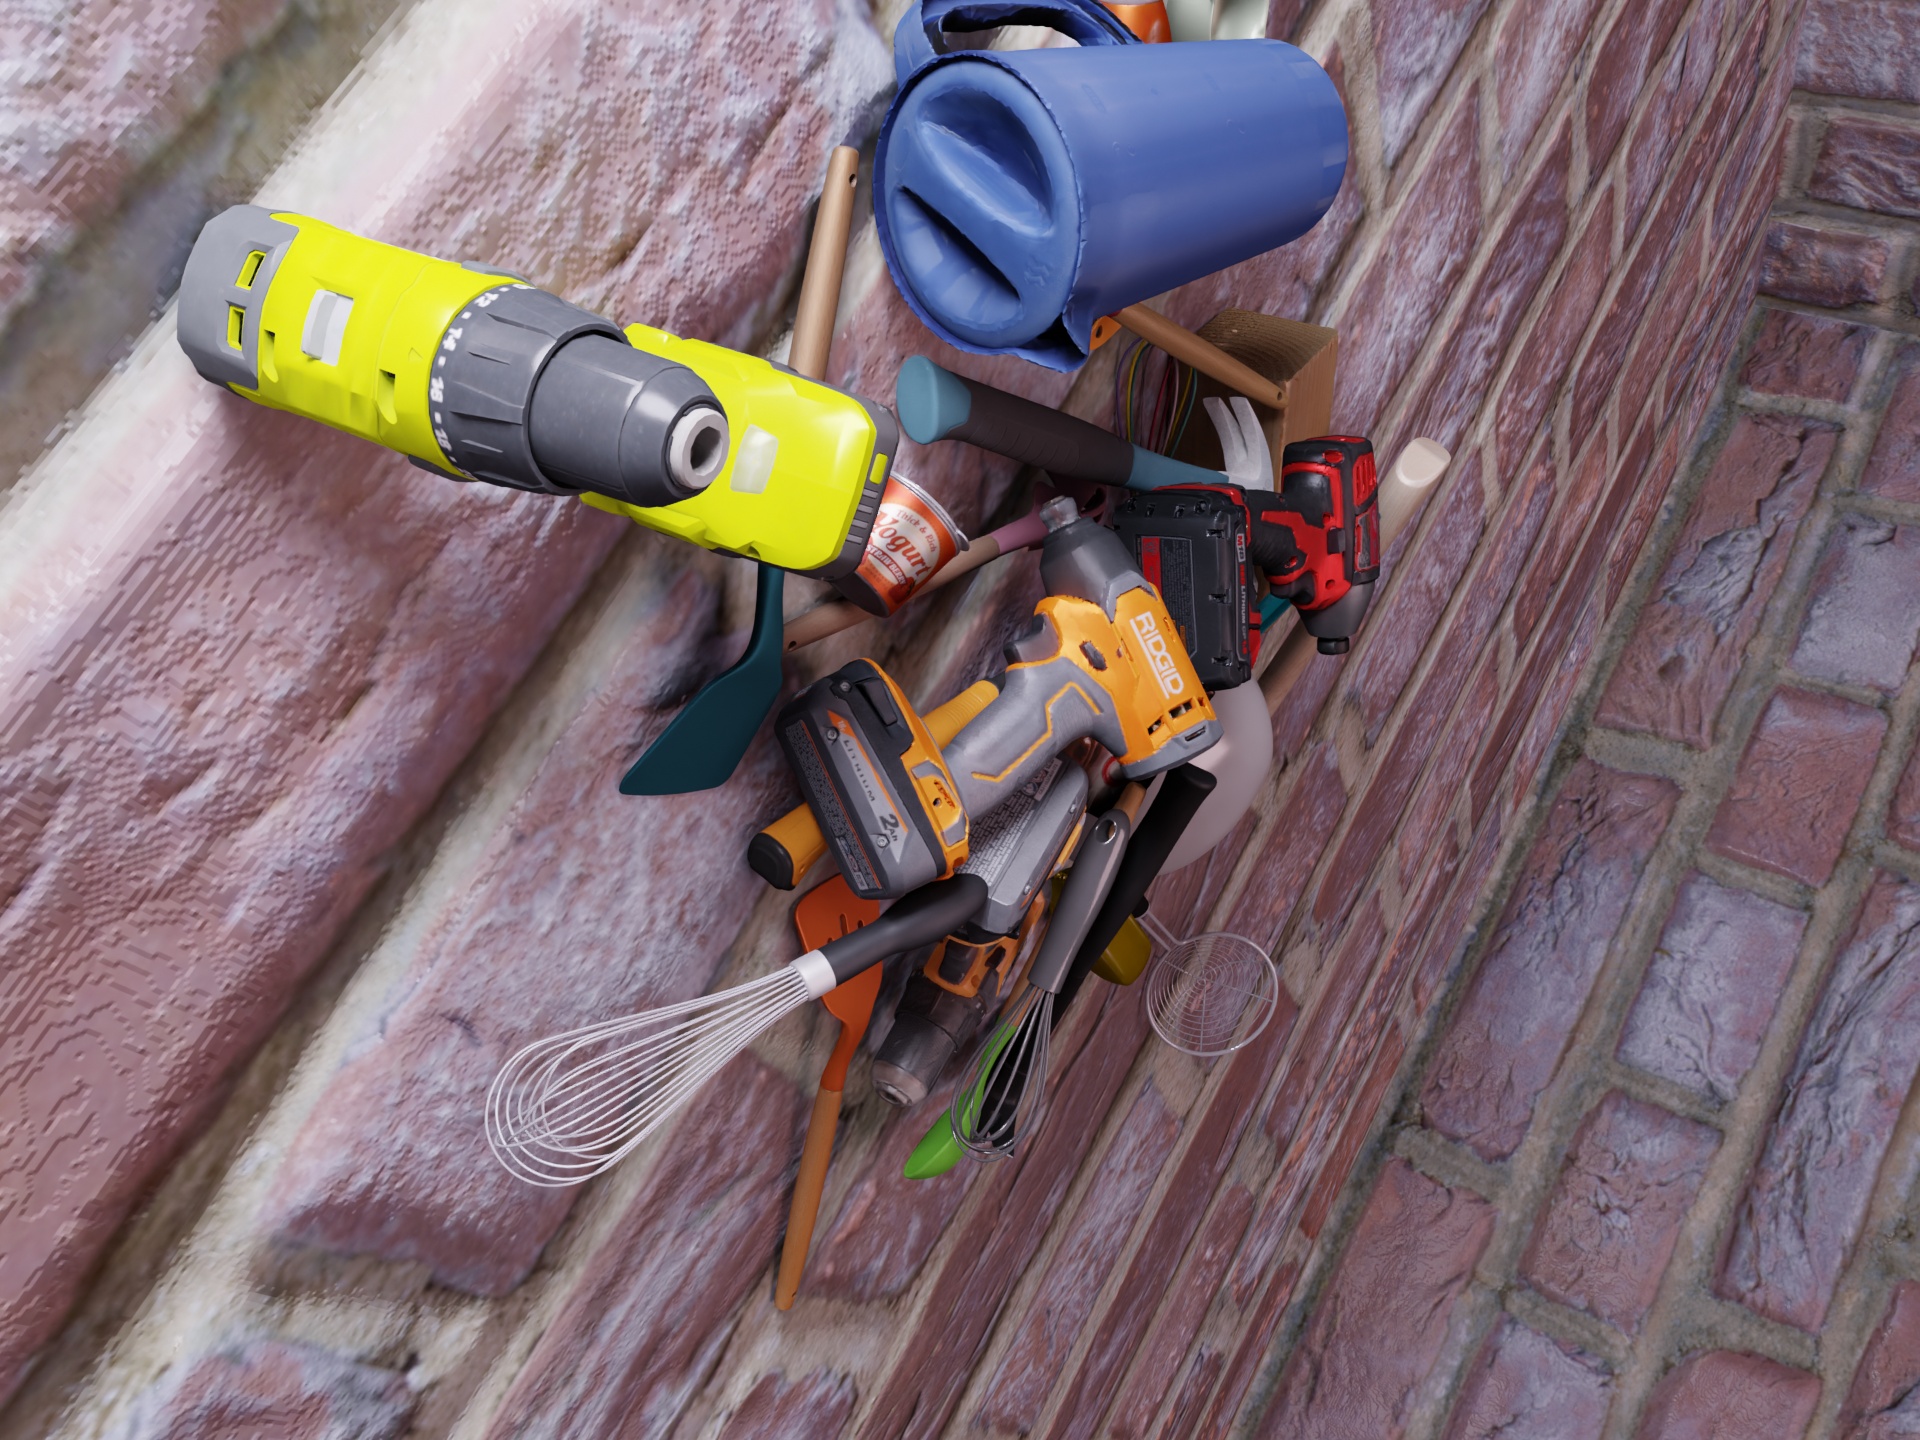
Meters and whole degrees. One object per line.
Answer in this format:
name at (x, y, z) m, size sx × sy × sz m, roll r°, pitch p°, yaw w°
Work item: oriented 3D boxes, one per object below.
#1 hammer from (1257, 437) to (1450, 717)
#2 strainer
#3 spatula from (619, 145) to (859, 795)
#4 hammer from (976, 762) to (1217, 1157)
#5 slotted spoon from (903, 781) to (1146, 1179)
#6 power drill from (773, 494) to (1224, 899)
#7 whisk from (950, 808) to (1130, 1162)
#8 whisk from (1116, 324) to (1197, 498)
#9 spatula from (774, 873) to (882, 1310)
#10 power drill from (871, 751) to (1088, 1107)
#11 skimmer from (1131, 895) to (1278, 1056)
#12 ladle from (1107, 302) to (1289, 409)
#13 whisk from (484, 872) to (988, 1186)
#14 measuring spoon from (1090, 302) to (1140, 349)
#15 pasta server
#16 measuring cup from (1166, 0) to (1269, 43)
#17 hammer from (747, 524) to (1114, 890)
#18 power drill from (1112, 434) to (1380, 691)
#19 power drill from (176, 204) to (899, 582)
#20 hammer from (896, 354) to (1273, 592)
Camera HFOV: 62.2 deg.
hammer at (0.260, -0.048, 1.248) m, size 0.146 × 0.038 × 0.410 m, roll -33°, pitch 157°, yaw -51°
strainer at (0.193, -0.004, 1.121) m, size 0.340 × 0.095 × 0.210 m, roll -46°, pitch 149°, yaw 9°
spatula at (-0.093, -0.111, 0.755) m, size 0.082 × 0.044 × 0.317 m, roll -1°, pitch 106°, yaw -59°
hammer at (0.086, 0.156, 1.079) m, size 0.146 × 0.035 × 0.334 m, roll -67°, pitch -177°, yaw -57°
slotted spoon at (0.044, 0.177, 1.045) m, size 0.313 × 0.031 × 0.070 m, roll -63°, pitch 180°, yaw 14°
power drill at (0.020, -0.017, 0.858) m, size 0.226 × 0.084 × 0.164 m, roll -26°, pitch 92°, yaw -23°
whisk at (0.054, 0.166, 0.997) m, size 0.055 × 0.055 × 0.239 m, roll 16°, pitch 98°, yaw -62°
whisk at (0.130, -0.155, 1.089) m, size 0.047 × 0.051 × 0.244 m, roll -46°, pitch 148°, yaw -45°
spatula at (-0.092, 0.244, 1.003) m, size 0.081 × 0.041 × 0.322 m, roll -25°, pitch 134°, yaw -54°
power drill at (0.002, 0.128, 0.979) m, size 0.185 × 0.084 × 0.226 m, roll -58°, pitch 167°, yaw -29°
skimmer at (0.186, 0.203, 1.381) m, size 0.127 × 0.090 × 0.362 m, roll -35°, pitch 147°, yaw 5°
ladle at (0.108, -0.237, 0.935) m, size 0.315 × 0.031 × 0.069 m, roll 14°, pitch 94°, yaw -46°
whisk at (-0.103, 0.142, 0.799) m, size 0.284 × 0.070 × 0.070 m, roll -26°, pitch 133°, yaw -26°
measuring spoon at (0.110, -0.274, 1.008) m, size 0.117 × 0.011 × 0.021 m, roll -51°, pitch 147°, yaw -22°
pasta server at (-0.006, -0.094, 0.916) m, size 0.316 × 0.040 × 0.060 m, roll -29°, pitch 133°, yaw -44°
measuring cup at (0.137, -0.379, 0.953) m, size 0.083 × 0.038 × 0.167 m, roll -4°, pitch 114°, yaw -59°
hammer at (-0.002, -0.003, 0.954) m, size 0.337 × 0.034 × 0.127 m, roll -37°, pitch 155°, yaw -41°
power drill at (0.189, -0.093, 0.984) m, size 0.219 × 0.079 × 0.143 m, roll -21°, pitch 112°, yaw -45°
power drill at (-0.117, -0.104, 0.548) m, size 0.228 × 0.191 × 0.080 m, roll 3°, pitch 107°, yaw -65°
hammer at (0.087, -0.153, 0.941) m, size 0.330 × 0.033 × 0.128 m, roll 8°, pitch 91°, yaw -47°
